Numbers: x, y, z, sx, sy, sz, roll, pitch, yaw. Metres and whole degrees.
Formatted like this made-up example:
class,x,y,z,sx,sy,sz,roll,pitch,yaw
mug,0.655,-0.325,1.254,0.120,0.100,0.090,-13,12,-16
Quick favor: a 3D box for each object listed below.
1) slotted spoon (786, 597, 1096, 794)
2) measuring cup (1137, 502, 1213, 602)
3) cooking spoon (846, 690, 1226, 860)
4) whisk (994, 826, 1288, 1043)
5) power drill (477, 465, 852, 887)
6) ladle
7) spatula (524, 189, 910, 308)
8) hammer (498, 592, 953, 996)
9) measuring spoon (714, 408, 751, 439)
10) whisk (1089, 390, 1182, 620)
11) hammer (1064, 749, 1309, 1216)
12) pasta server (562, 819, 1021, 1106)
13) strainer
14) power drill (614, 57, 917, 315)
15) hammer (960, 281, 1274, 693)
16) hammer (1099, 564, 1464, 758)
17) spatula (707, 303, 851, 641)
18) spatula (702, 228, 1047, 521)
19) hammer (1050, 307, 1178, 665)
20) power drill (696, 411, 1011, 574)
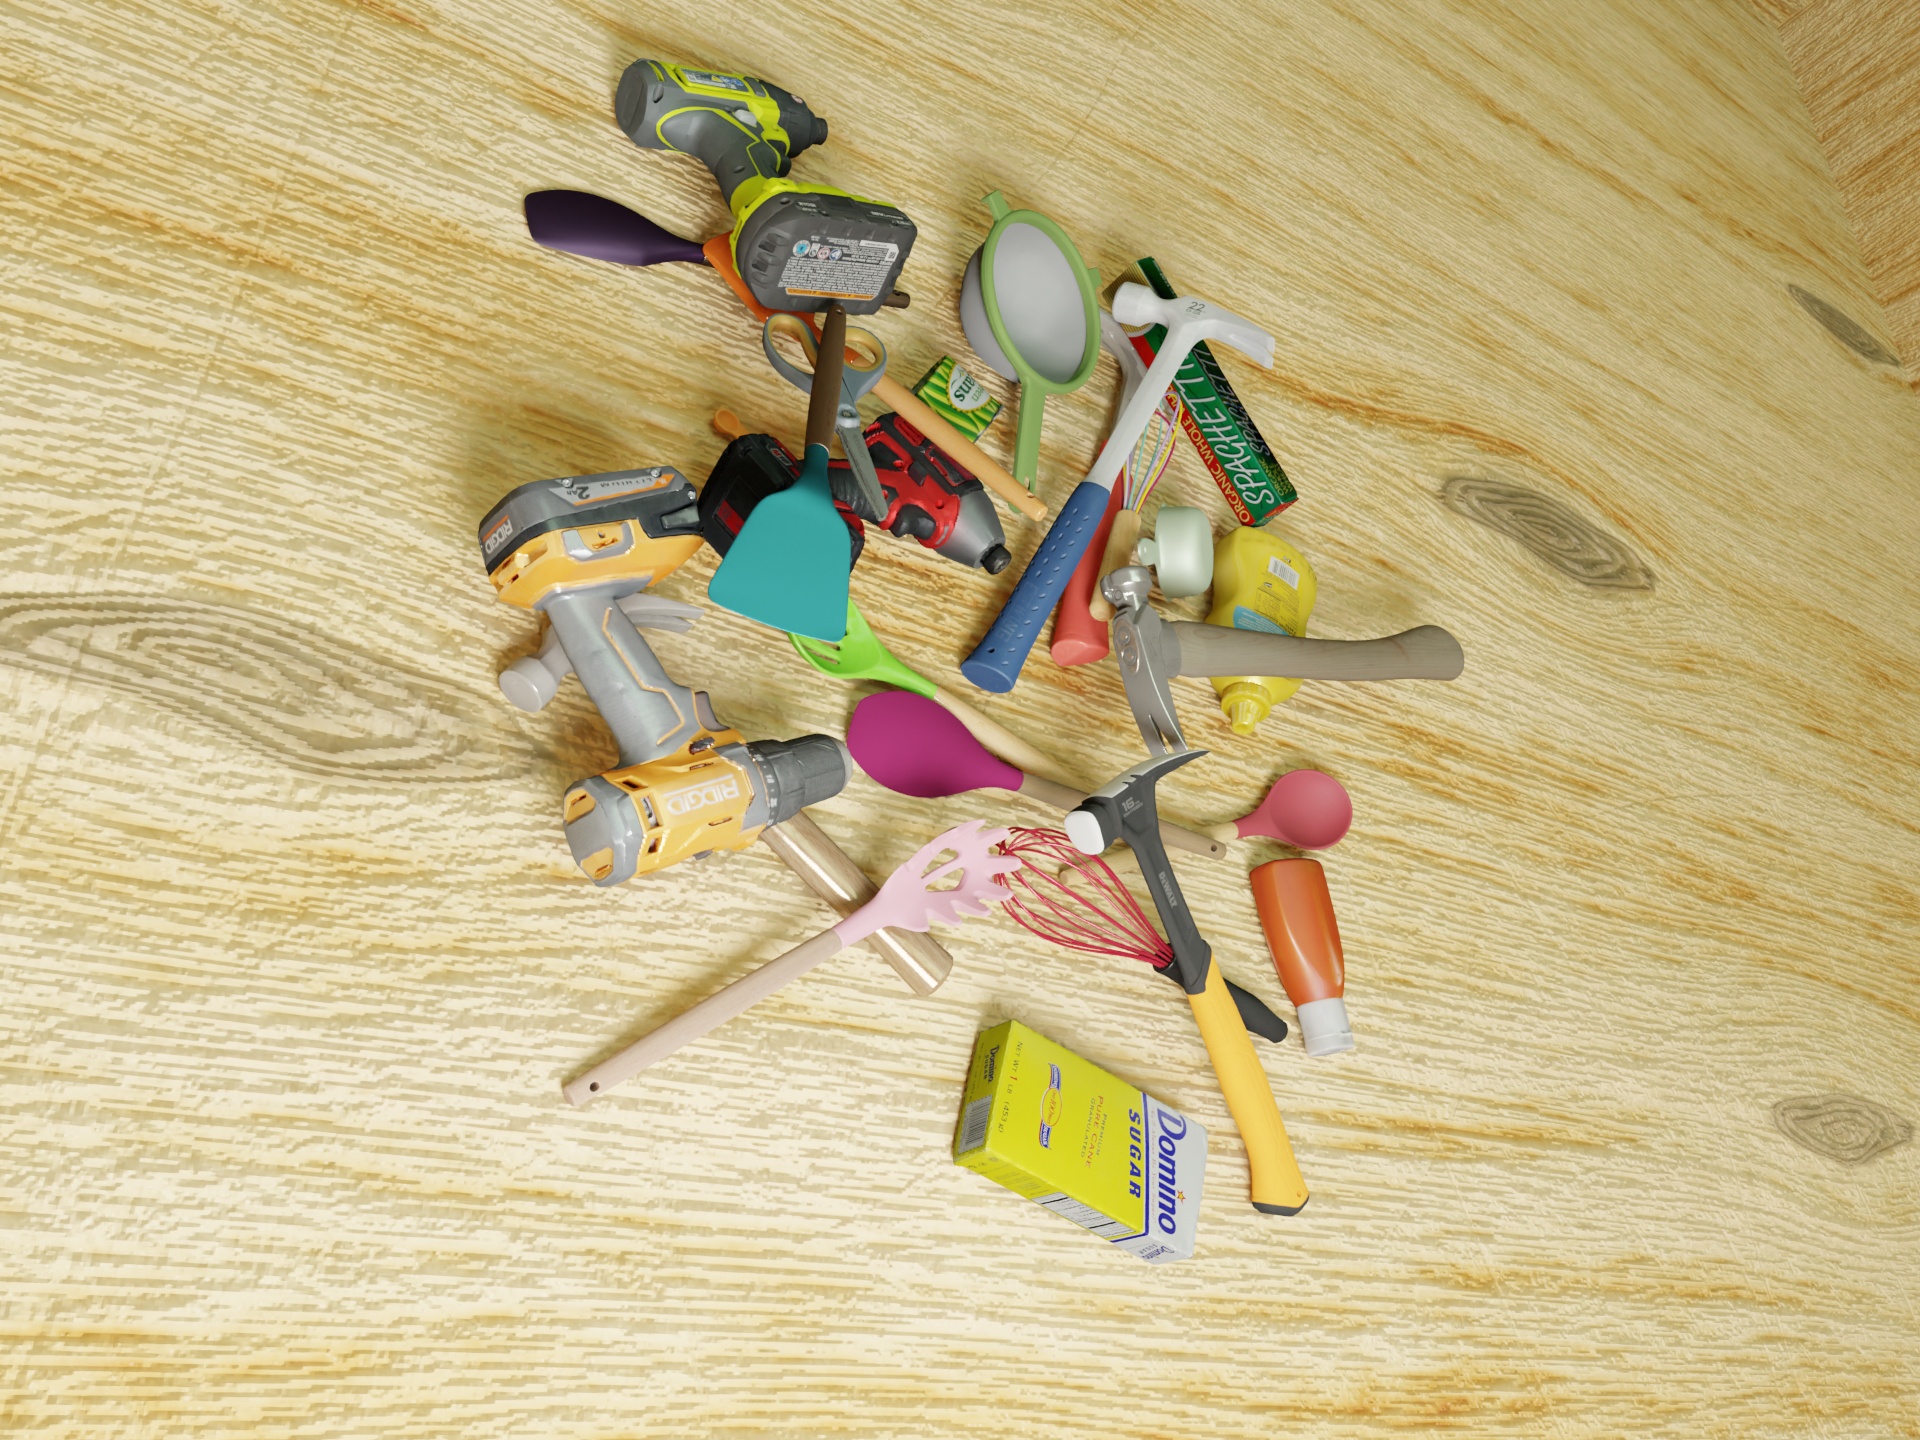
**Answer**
class,x,y,z,sx,sy,sz,roll,pitch,yaw
slotted spoon,-0.002,-0.004,1.127,0.313,0.031,0.070,33,51,-23
measuring cup,0.173,-0.135,1.269,0.167,0.038,0.083,-17,104,-72
cooking spoon,0.063,0.050,1.132,0.318,0.017,0.069,20,79,-26
whisk,0.131,0.160,1.125,0.295,0.073,0.073,35,50,-26
power drill,-0.166,-0.031,0.933,0.185,0.084,0.226,-16,83,-42
ladle,0.194,0.091,1.230,0.315,0.031,0.069,-10,71,-39
spatula,-0.170,-0.342,1.179,0.315,0.018,0.060,3,63,-36
hammer,-0.126,0.049,0.997,0.331,0.031,0.130,45,48,-10
measuring spoon,-0.132,-0.175,1.128,0.116,0.011,0.021,44,43,-16
whisk,0.135,-0.176,1.271,0.047,0.051,0.245,13,57,7
hammer,0.176,0.188,1.098,0.127,0.034,0.336,-30,103,-39
pasta server,-0.092,0.142,0.941,0.316,0.040,0.060,-27,102,-34
strainer,0.041,-0.284,1.291,0.151,0.069,0.256,21,69,-46
power drill,-0.133,-0.397,1.167,0.171,0.080,0.223,-8,52,-39
hammer,0.114,-0.186,1.234,0.144,0.035,0.406,20,62,19
hammer,0.281,-0.042,1.281,0.410,0.038,0.146,0,70,-39
spatula,-0.094,-0.174,1.004,0.082,0.044,0.318,18,40,-14
spatula,-0.056,-0.249,1.142,0.323,0.041,0.081,41,48,18
hammer,0.117,-0.193,1.313,0.149,0.036,0.359,33,50,-21
power drill,-0.062,-0.141,1.090,0.143,0.078,0.219,47,35,15
